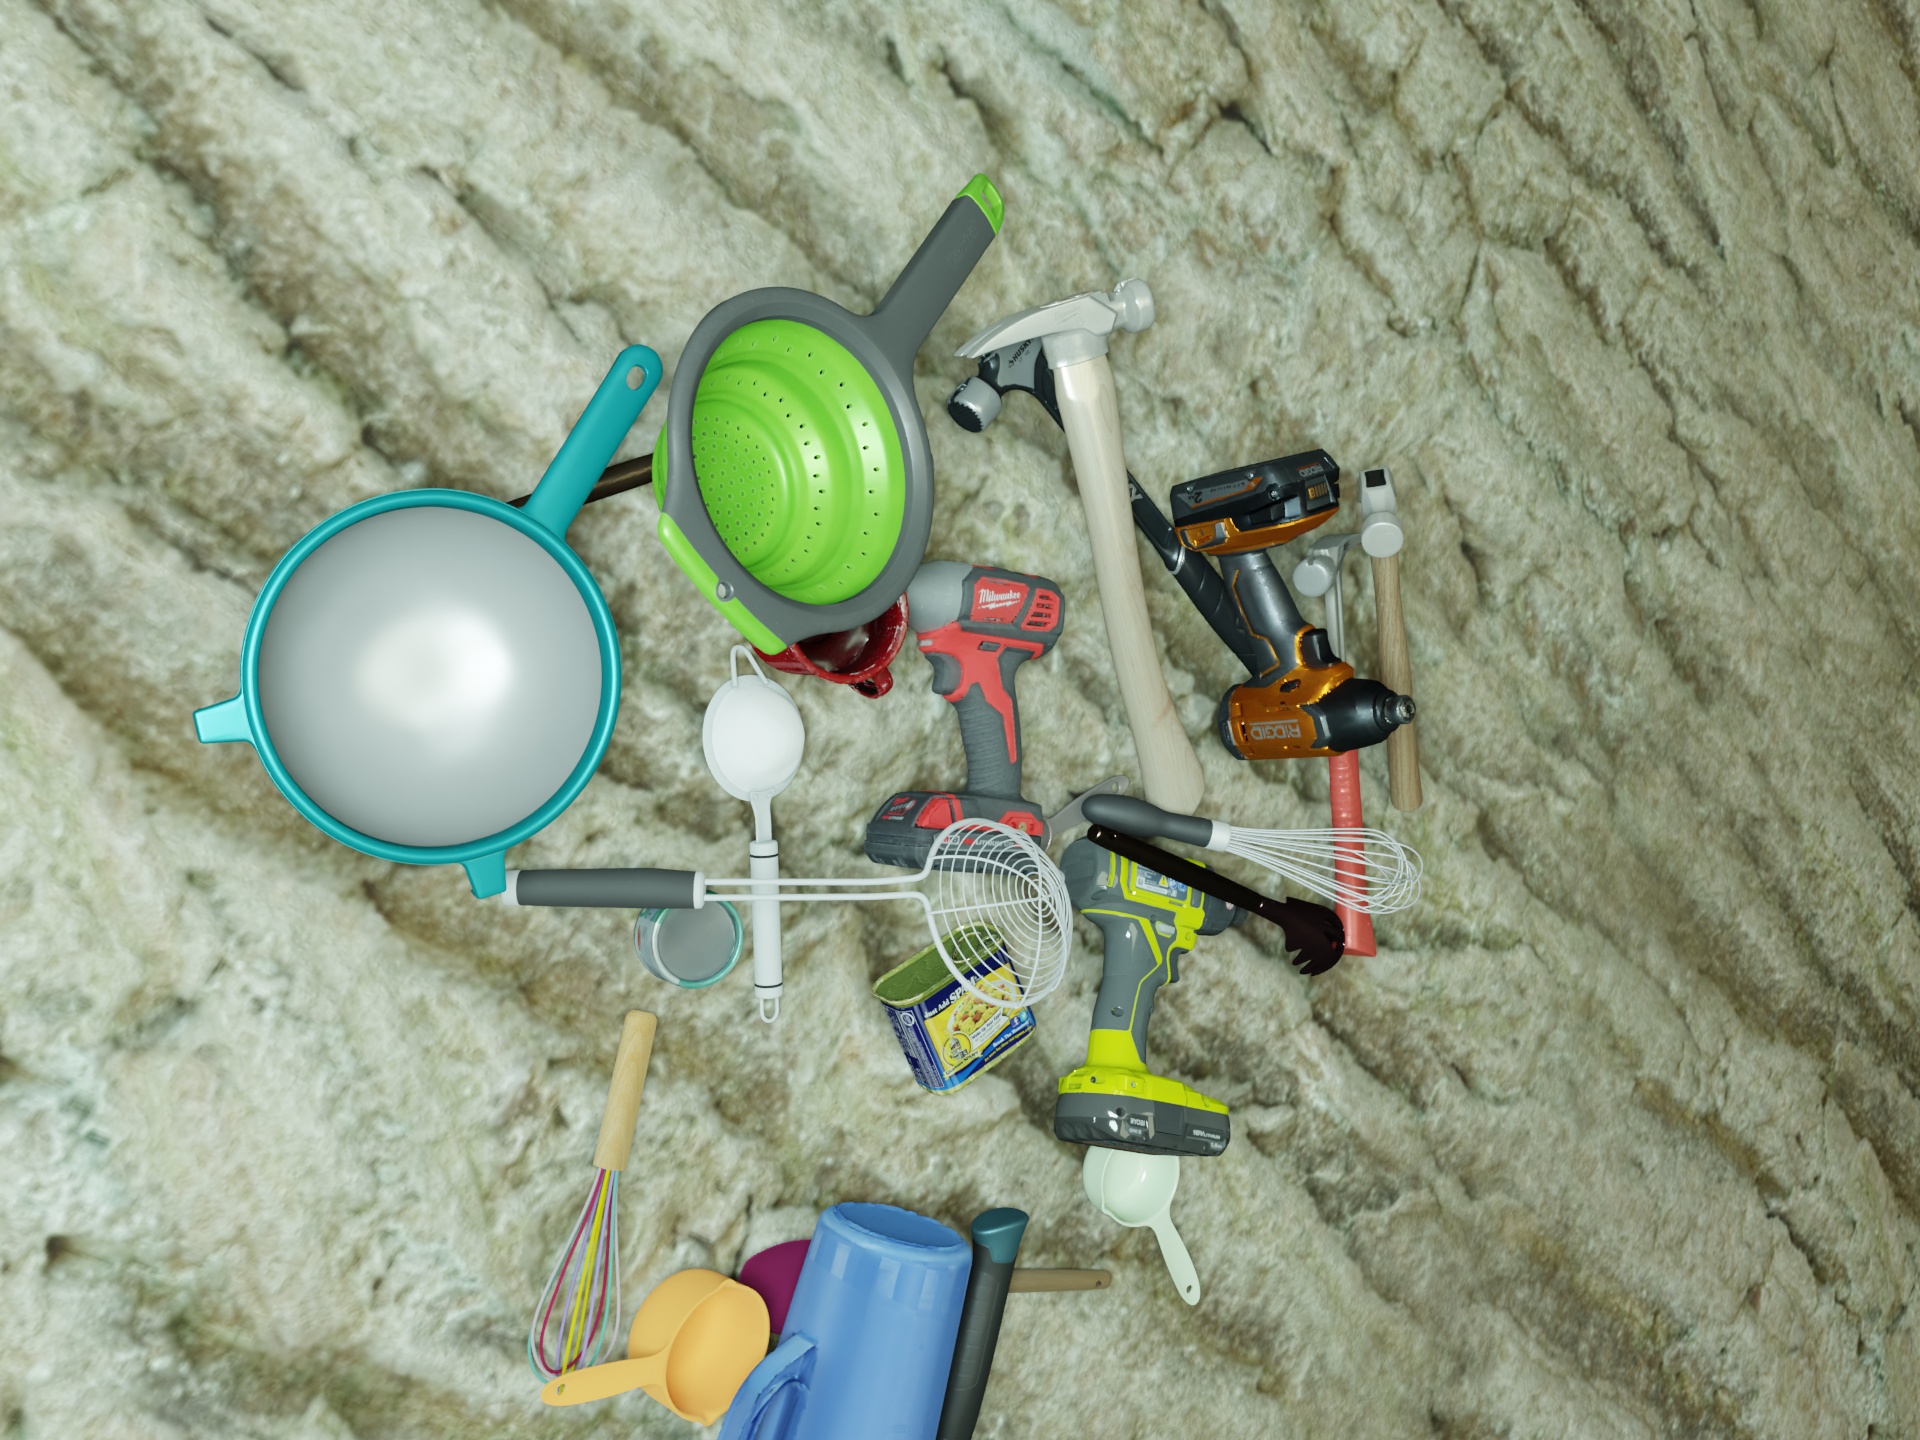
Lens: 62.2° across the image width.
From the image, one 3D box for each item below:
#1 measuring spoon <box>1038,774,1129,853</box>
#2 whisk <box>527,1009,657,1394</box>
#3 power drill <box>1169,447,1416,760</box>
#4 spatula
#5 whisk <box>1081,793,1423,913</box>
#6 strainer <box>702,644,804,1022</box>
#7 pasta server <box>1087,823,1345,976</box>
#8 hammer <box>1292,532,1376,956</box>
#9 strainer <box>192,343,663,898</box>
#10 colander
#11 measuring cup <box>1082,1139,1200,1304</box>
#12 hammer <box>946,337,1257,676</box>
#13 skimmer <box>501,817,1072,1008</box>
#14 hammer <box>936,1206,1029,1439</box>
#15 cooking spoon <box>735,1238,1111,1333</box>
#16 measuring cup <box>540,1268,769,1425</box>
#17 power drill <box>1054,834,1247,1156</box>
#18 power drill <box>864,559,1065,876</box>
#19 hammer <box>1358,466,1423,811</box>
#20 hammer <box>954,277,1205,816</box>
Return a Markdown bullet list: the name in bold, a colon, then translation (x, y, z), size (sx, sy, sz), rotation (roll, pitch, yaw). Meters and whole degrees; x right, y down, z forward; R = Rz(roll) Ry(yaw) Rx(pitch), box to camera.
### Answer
- **measuring spoon**: translation (0.083, 0.070, 1.221), size (0.124, 0.018, 0.034), rotation (-27, 110, -35)
- **whisk**: translation (-0.232, 0.309, 1.024), size (0.047, 0.051, 0.245), rotation (29, 69, -63)
- **power drill**: translation (0.251, -0.081, 1.189), size (0.084, 0.164, 0.226), rotation (-21, 100, -37)
- **spatula**: translation (-0.179, -0.171, 1.035), size (0.316, 0.059, 0.018), rotation (-24, 76, -24)
- **whisk**: translation (0.228, 0.095, 1.236), size (0.284, 0.070, 0.070), rotation (13, 85, -11)
- **strainer**: translation (-0.131, 0.079, 1.075), size (0.087, 0.050, 0.258), rotation (-8, 100, -45)
- **pasta server**: translation (0.202, 0.133, 1.217), size (0.316, 0.040, 0.060), rotation (25, 60, -37)
- **hammer**: translation (0.323, 0.025, 1.332), size (0.149, 0.037, 0.359), rotation (-31, 117, -59)
- **strainer**: translation (-0.284, -0.080, 0.943), size (0.210, 0.095, 0.340), rotation (37, 71, -30)
- **colander**: translation (-0.084, -0.211, 1.005), size (0.204, 0.094, 0.397), rotation (50, 53, -31)
- **measuring cup**: translation (0.148, 0.391, 1.256), size (0.083, 0.038, 0.167), rotation (-33, 110, -26)
- **hammer**: translation (0.160, -0.148, 1.245), size (0.408, 0.036, 0.149), rotation (47, 68, -24)
- **skimmer**: translation (-0.105, 0.121, 1.027), size (0.363, 0.090, 0.127), rotation (1, 62, -3)
- **hammer**: translation (-0.006, 0.518, 1.155), size (0.128, 0.033, 0.331), rotation (13, 90, -32)
- **cooking spoon**: translation (-0.019, 0.412, 1.165), size (0.318, 0.017, 0.069), rotation (11, 91, -31)
- **measuring cup**: translation (-0.203, 0.402, 1.012), size (0.173, 0.052, 0.095), rotation (8, 90, -47)
- **power drill**: translation (0.149, 0.212, 1.209), size (0.171, 0.080, 0.223), rotation (18, 68, -32)
- **power drill**: translation (-0.002, -0.004, 1.130), size (0.143, 0.078, 0.220), rotation (7, 85, -31)
- **hammer**: translation (0.353, -0.058, 1.301), size (0.130, 0.031, 0.331), rotation (-77, 156, -49)
- **hammer**: translation (0.110, -0.106, 1.183), size (0.146, 0.038, 0.410), rotation (-21, 112, -17)
